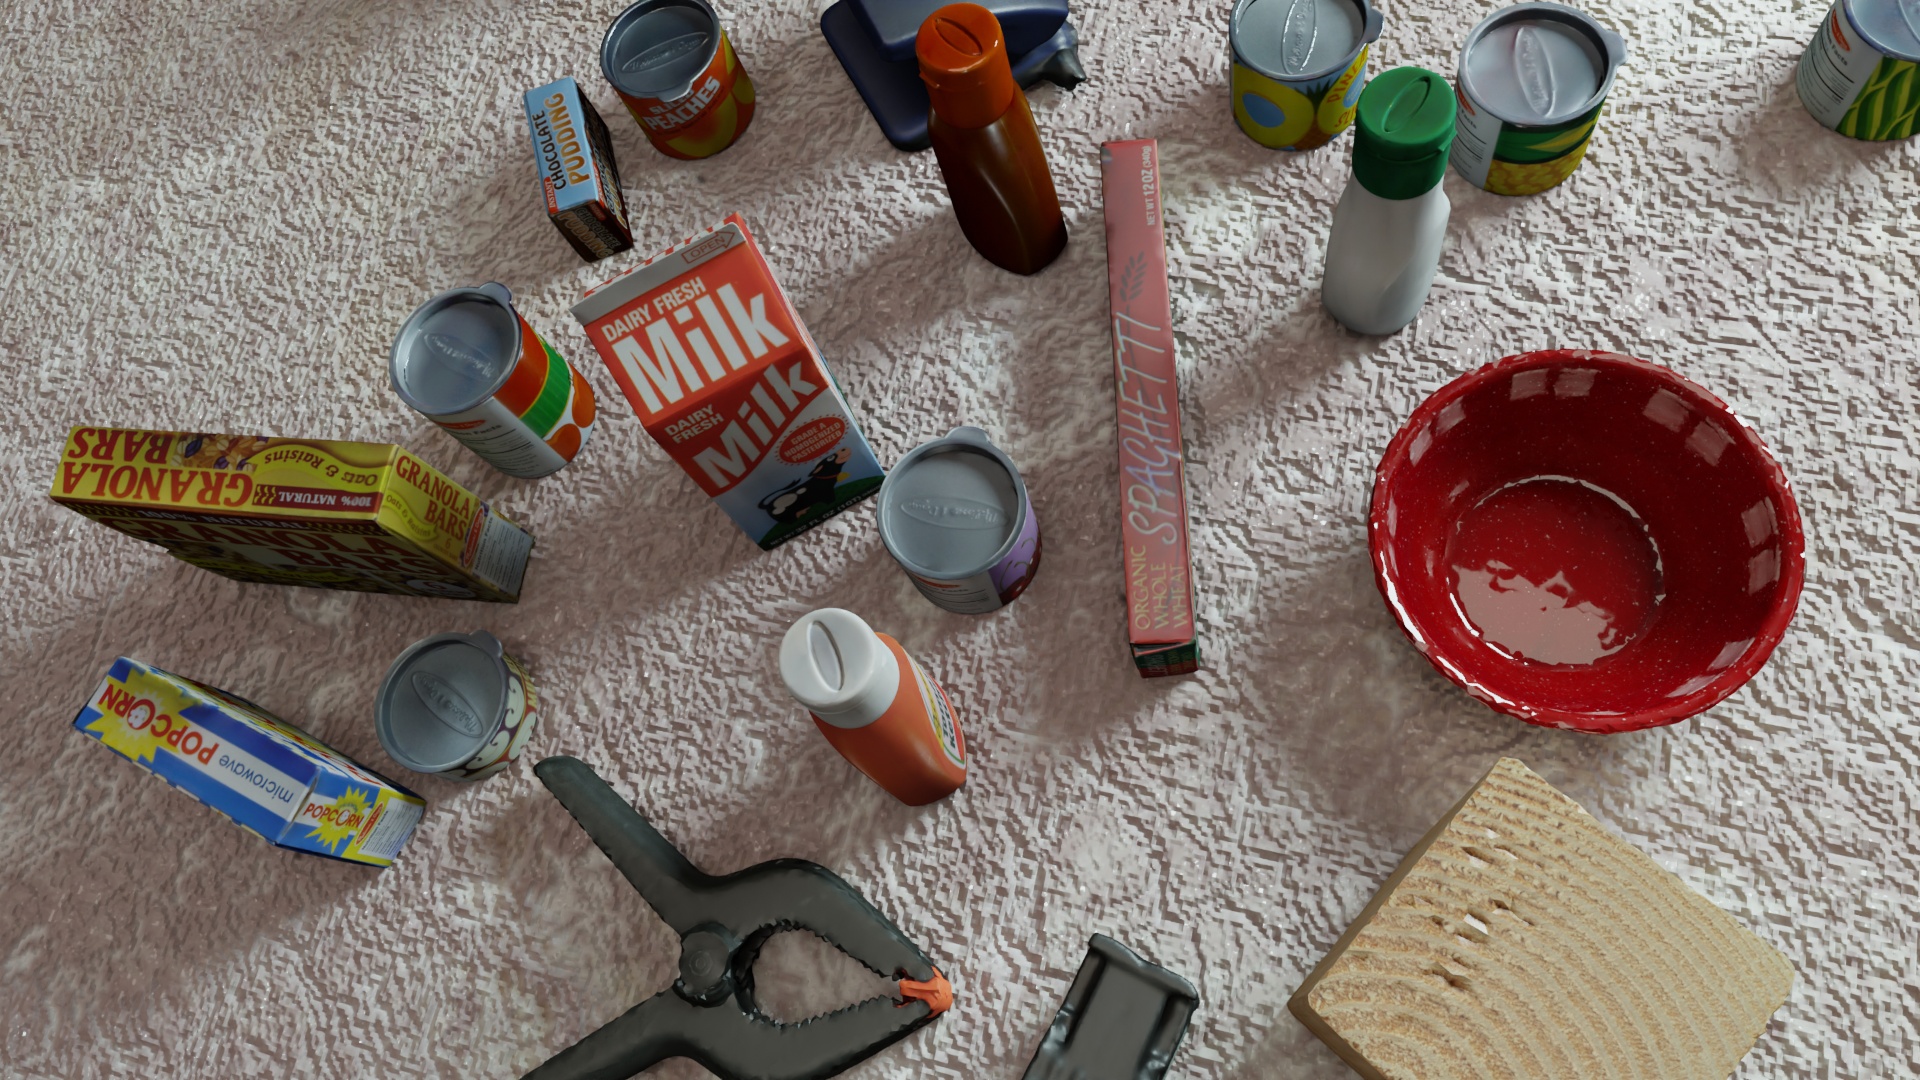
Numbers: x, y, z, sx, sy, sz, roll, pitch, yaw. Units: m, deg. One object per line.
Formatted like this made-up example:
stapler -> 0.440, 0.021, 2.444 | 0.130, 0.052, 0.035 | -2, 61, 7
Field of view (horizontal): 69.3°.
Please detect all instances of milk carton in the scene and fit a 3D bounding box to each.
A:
milk carton -> -0.096, -0.070, 0.593 | 0.072, 0.190, 0.073 | -29, 68, 1

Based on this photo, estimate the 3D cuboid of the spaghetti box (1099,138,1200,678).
spaghetti box -> 0.085, -0.063, 0.630 | 0.029, 0.050, 0.251 | -5, 70, 10

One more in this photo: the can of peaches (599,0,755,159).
can of peaches -> -0.149, -0.244, 0.738 | 0.071, 0.058, 0.071 | -4, 70, 10

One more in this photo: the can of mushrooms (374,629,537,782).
can of mushrooms -> -0.235, 0.077, 0.653 | 0.071, 0.033, 0.071 | -4, 70, 10

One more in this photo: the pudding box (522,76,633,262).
pudding box -> -0.203, -0.197, 0.737 | 0.030, 0.049, 0.084 | -19, 68, 5

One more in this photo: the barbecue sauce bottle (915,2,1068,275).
barbecue sauce bottle -> 0.012, -0.181, 0.634 | 0.044, 0.148, 0.065 | -43, 68, -5

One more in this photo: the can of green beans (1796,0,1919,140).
can of green beans -> 0.417, -0.221, 0.616 | 0.071, 0.057, 0.071 | -4, 70, 10

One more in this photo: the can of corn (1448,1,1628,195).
can of corn -> 0.263, -0.202, 0.640 | 0.071, 0.058, 0.071 | -4, 70, 10

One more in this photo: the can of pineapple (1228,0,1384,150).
can of pineapple -> 0.164, -0.231, 0.671 | 0.071, 0.057, 0.071 | -4, 70, 10

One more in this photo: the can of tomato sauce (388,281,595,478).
can of tomato sauce -> -0.225, -0.077, 0.680 | 0.071, 0.083, 0.071 | -4, 70, 10

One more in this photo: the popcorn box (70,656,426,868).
popcorn box -> -0.321, 0.102, 0.633 | 0.127, 0.085, 0.038 | 22, 77, 18

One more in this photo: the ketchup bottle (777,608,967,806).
ketchup bottle -> -0.034, 0.065, 0.555 | 0.043, 0.148, 0.065 | -24, 68, 2

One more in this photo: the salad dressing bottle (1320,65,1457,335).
salad dressing bottle -> 0.181, -0.139, 0.586 | 0.044, 0.147, 0.064 | 36, 81, 20

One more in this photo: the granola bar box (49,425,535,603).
granola bar box -> -0.306, -0.009, 0.650 | 0.165, 0.124, 0.039 | 4, 72, 13

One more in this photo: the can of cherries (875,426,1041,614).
can of cherries -> 0.002, -0.008, 0.622 | 0.071, 0.058, 0.071 | -4, 70, 10
